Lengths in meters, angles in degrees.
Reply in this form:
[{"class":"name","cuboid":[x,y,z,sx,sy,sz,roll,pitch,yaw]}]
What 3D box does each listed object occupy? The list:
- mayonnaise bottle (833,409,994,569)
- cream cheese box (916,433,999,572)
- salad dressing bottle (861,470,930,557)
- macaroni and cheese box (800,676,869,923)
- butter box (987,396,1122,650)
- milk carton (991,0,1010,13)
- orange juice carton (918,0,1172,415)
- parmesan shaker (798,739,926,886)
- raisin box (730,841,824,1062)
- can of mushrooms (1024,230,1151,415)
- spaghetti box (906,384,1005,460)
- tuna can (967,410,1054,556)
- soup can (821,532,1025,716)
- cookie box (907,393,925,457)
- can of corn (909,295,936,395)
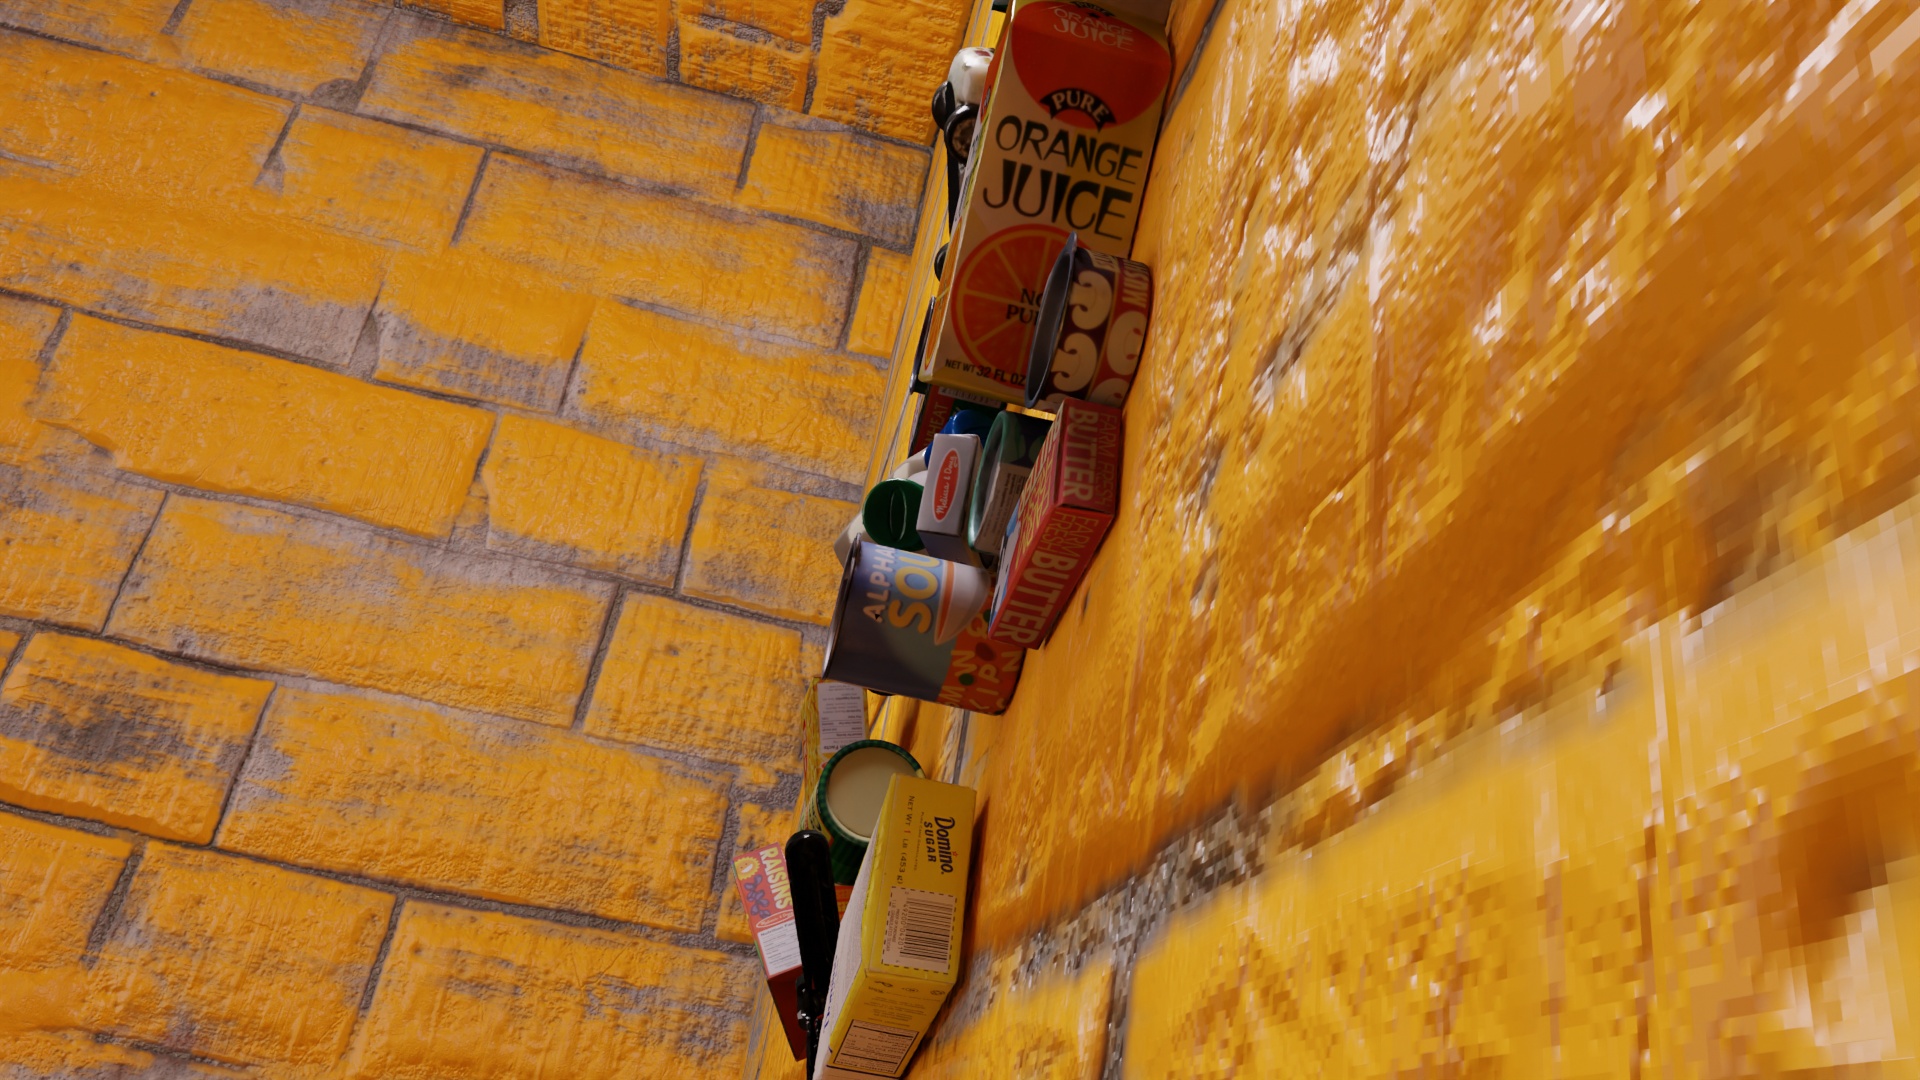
[{"class":"mayonnaise bottle","cuboid":[-0.024,-0.027,0.886,0.147,0.065,0.041,-46,67,45]},{"class":"cream cheese box","cuboid":[0.003,-0.009,0.703,0.103,0.024,0.053,67,-148,-66]},{"class":"salad dressing bottle","cuboid":[-0.019,-0.010,0.765,0.147,0.044,0.064,13,-102,-79]},{"class":"macaroni and cheese box","cuboid":[-0.087,0.188,0.975,0.123,0.040,0.167,121,147,-70]},{"class":"butter box","cuboid":[0.036,-0.005,0.544,0.103,0.024,0.053,112,169,-55]},{"class":"milk carton","cuboid":[0.067,-0.291,0.627,0.191,0.073,0.072,-133,56,-82]},{"class":"orange juice carton","cuboid":[0.039,-0.155,0.608,0.073,0.072,0.192,-146,69,-82]},{"class":"parmesan shaker","cuboid":[-0.060,0.164,0.845,0.102,0.071,0.071,115,166,-61]},{"class":"raisin box","cuboid":[-0.122,0.284,0.969,0.124,0.040,0.085,-125,19,-56]},{"class":"can of mushrooms","cuboid":[0.049,-0.082,0.541,0.071,0.033,0.071,-163,86,-84]},{"class":"spaghetti box","cuboid":[-0.002,-0.079,0.903,0.029,0.050,0.248,-81,7,-45]},{"class":"tuna can","cuboid":[0.027,-0.025,0.627,0.071,0.033,0.071,-164,87,-83]},{"class":"soup can","cuboid":[-0.015,0.038,0.635,0.071,0.084,0.071,-164,87,-83]},{"class":"cookie box","cuboid":[-0.011,-0.100,1.066,0.168,0.040,0.122,-93,18,-69]},{"class":"can of corn","cuboid":[0.001,-0.123,0.931,0.071,0.058,0.071,-164,87,-83]}]
